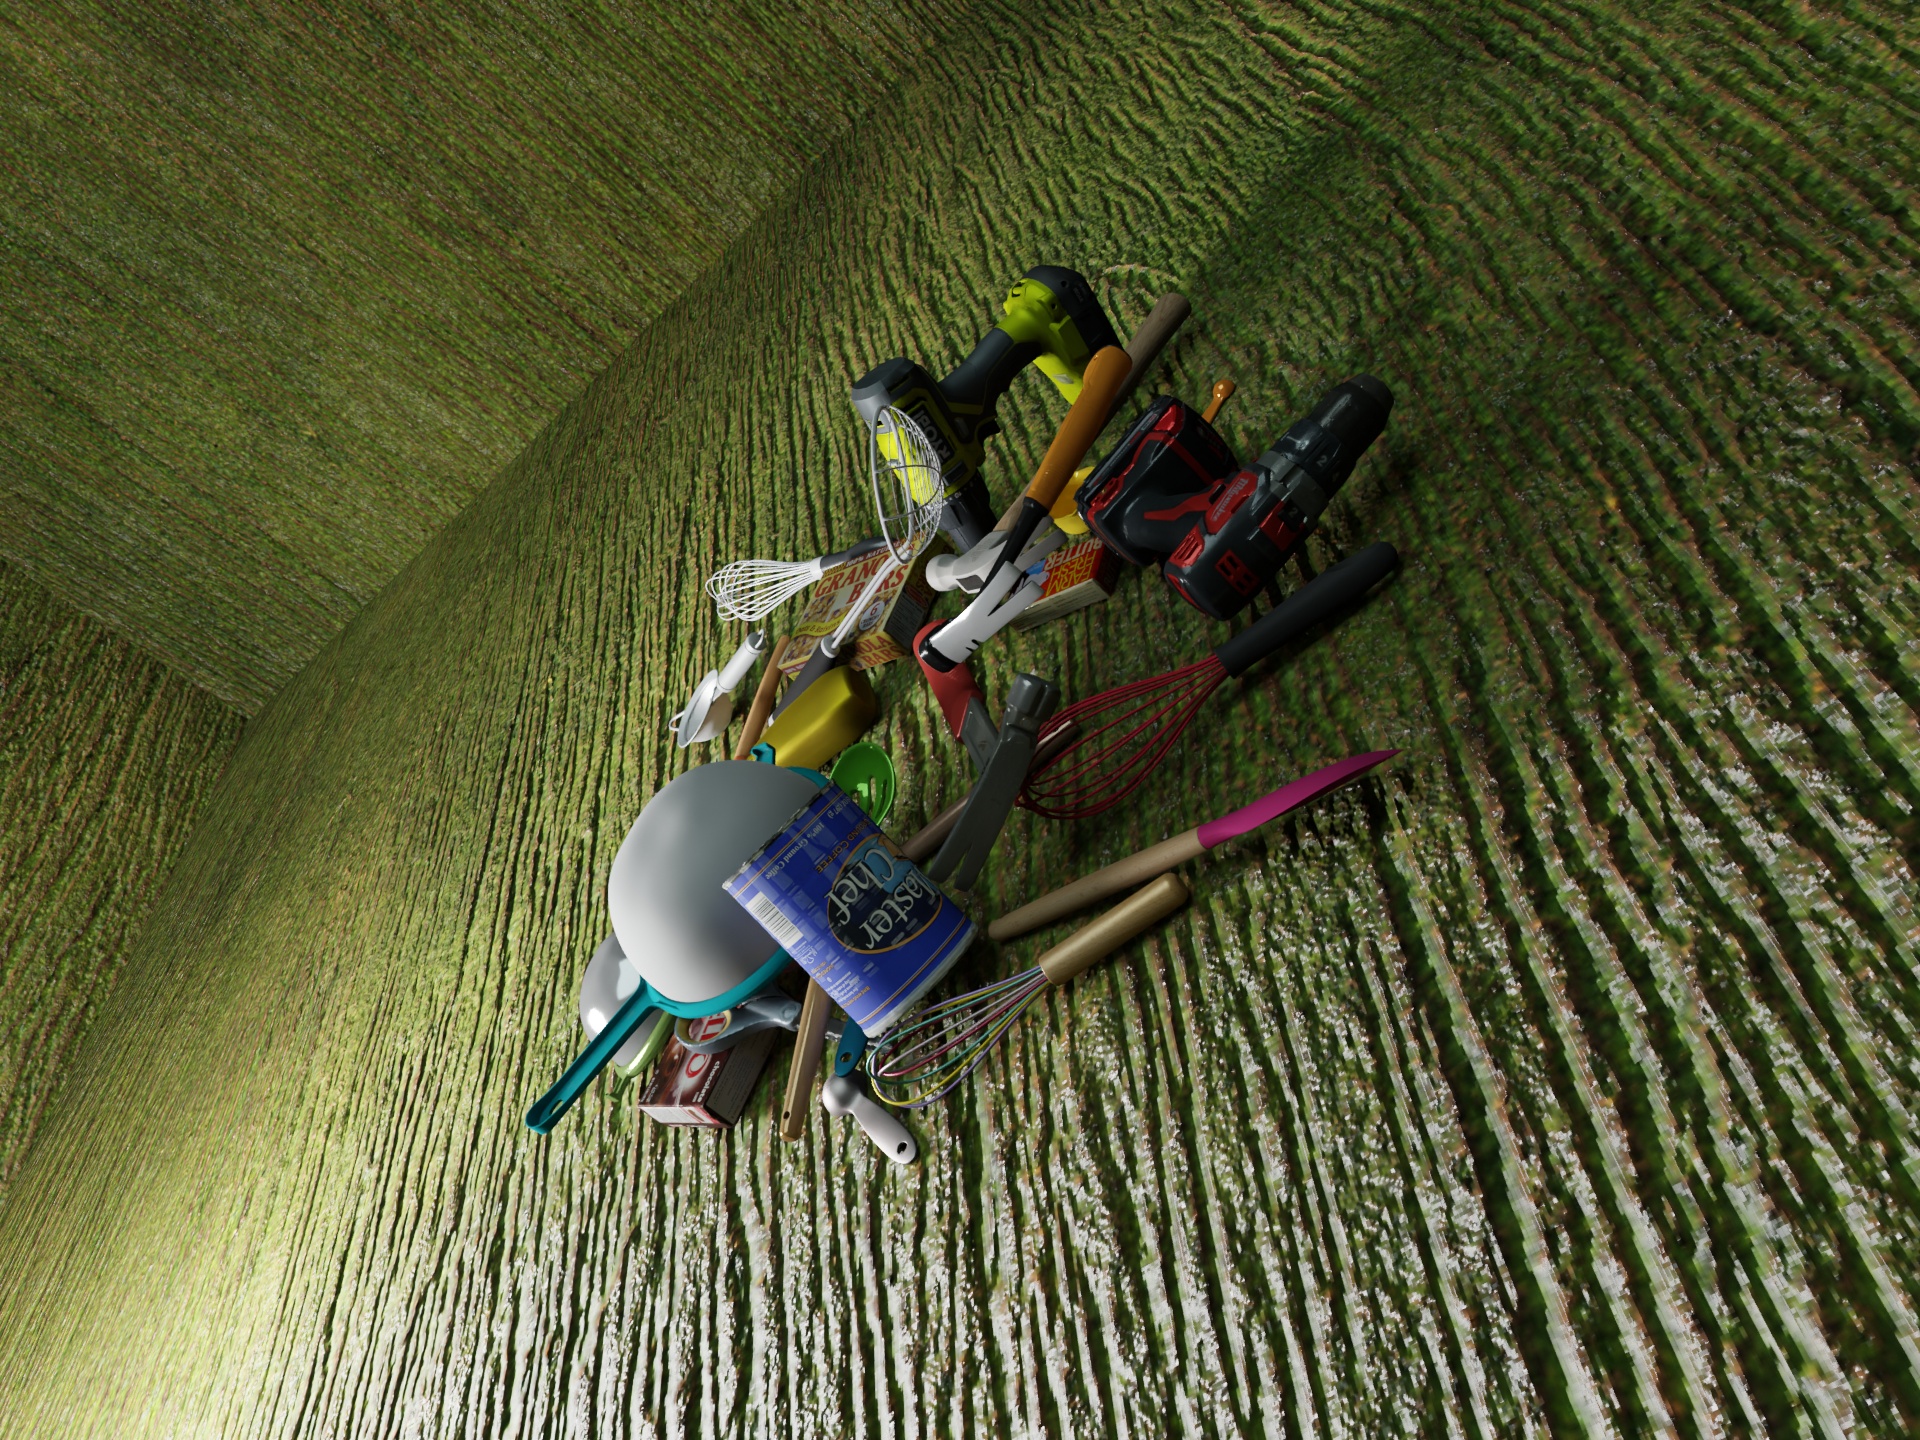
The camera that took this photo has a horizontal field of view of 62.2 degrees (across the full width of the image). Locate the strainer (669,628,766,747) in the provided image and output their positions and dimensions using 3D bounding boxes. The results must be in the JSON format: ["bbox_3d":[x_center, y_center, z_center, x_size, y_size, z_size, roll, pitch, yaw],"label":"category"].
[{"bbox_3d":[-0.228,-0.032,1.546,0.258,0.050,0.087,-41,31,58],"label":"strainer"}]

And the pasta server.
[{"bbox_3d":[-0.039,0.093,1.183,0.316,0.040,0.060,-39,39,17],"label":"pasta server"}]

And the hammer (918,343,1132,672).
[{"bbox_3d":[0.069,-0.181,1.201,0.127,0.034,0.337,-38,20,51],"label":"hammer"}]

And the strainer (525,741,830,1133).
[{"bbox_3d":[-0.232,0.154,1.175,0.340,0.095,0.211,-50,36,-3],"label":"strainer"}]

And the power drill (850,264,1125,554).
[{"bbox_3d":[0.037,-0.271,1.396,0.228,0.190,0.080,-41,25,-15],"label":"power drill"}]

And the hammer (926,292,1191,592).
[{"bbox_3d":[0.100,-0.237,1.336,0.331,0.031,0.130,-54,27,-18],"label":"hammer"}]

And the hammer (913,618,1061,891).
[{"bbox_3d":[-0.002,-0.004,1.183,0.149,0.036,0.359,-65,14,11],"label":"hammer"}]

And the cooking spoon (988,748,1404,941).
[{"bbox_3d":[0.128,0.079,0.957,0.319,0.017,0.068,-31,-10,39],"label":"cooking spoon"}]

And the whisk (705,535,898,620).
[{"bbox_3d":[-0.165,-0.152,1.644,0.284,0.070,0.070,-11,46,43],"label":"whisk"}]

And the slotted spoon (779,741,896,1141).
[{"bbox_3d":[-0.091,0.150,1.136,0.070,0.031,0.314,-18,46,33],"label":"slotted spoon"}]

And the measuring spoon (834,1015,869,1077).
[{"bbox_3d":[-0.068,0.189,1.096,0.042,0.021,0.129,-7,37,21],"label":"measuring spoon"}]

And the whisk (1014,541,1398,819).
[{"bbox_3d":[0.155,-0.025,1.032,0.296,0.073,0.073,-35,31,13],"label":"whisk"}]

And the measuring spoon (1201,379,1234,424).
[{"bbox_3d":[0.186,-0.231,1.282,0.117,0.011,0.021,-56,29,-12],"label":"measuring spoon"}]

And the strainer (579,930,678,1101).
[{"bbox_3d":[-0.276,0.191,1.346,0.151,0.069,0.257,-57,20,14],"label":"strainer"}]

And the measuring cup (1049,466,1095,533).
[{"bbox_3d":[0.067,-0.157,1.350,0.156,0.029,0.062,-35,31,31],"label":"measuring cup"}]

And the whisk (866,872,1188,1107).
[{"bbox_3d":[0.036,0.164,0.985,0.245,0.051,0.047,-37,25,17],"label":"whisk"}]

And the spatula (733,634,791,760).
[{"bbox_3d":[-0.210,0.023,1.503,0.041,0.080,0.323,-5,39,15],"label":"spatula"}]

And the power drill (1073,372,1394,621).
[{"bbox_3d":[0.189,-0.171,1.113,0.188,0.080,0.227,-49,23,1],"label":"power drill"}]

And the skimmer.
[{"bbox_3d":[-0.112,-0.113,1.369,0.363,0.090,0.127,-51,25,41],"label":"skimmer"}]

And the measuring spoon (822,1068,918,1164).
[{"bbox_3d":[-0.061,0.256,1.033,0.034,0.018,0.124,-54,29,-8],"label":"measuring spoon"}]
